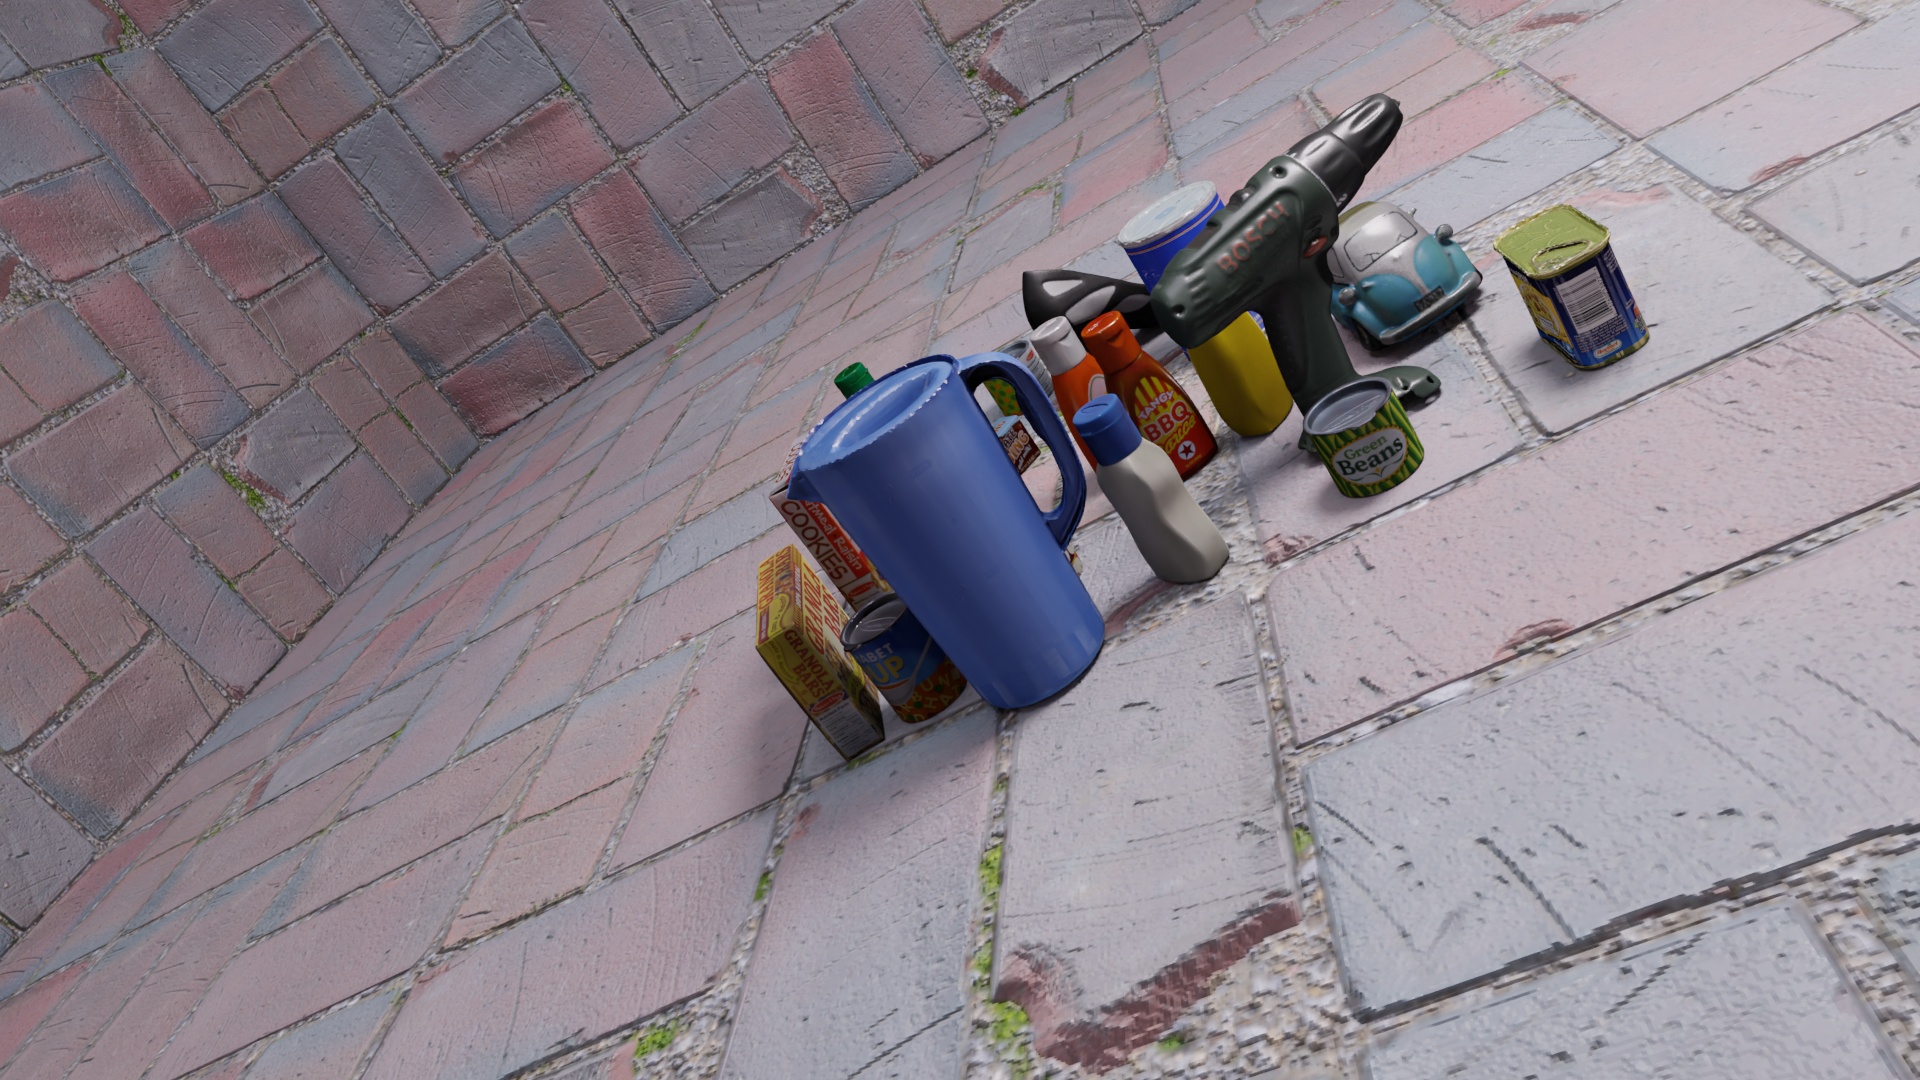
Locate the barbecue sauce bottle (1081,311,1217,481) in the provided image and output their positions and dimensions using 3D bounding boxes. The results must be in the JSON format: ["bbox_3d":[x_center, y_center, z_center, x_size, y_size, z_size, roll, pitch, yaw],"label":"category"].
[{"bbox_3d":[0.151,-0.118,1.139,0.065,0.148,0.044,-38,21,-7],"label":"barbecue sauce bottle"}]

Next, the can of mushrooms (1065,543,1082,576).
[{"bbox_3d":[0.063,0.022,1.129,0.071,0.033,0.071,-29,22,13],"label":"can of mushrooms"}]

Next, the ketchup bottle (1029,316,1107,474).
[{"bbox_3d":[0.112,-0.124,1.209,0.065,0.148,0.043,-46,23,-26],"label":"ketchup bottle"}]

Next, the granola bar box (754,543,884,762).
[{"bbox_3d":[-0.116,0.088,1.128,0.039,0.124,0.166,-33,21,6],"label":"granola bar box"}]

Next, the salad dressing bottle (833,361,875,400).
[{"bbox_3d":[-0.080,-0.122,1.485,0.044,0.147,0.064,-28,22,18],"label":"salad dressing bottle"}]

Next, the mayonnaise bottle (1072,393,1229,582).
[{"bbox_3d":[0.133,-0.036,0.993,0.041,0.147,0.064,-47,24,-28],"label":"mayonnaise bottle"}]

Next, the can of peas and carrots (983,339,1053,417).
[{"bbox_3d":[0.059,-0.176,1.518,0.071,0.058,0.071,-30,22,13],"label":"can of peas and carrots"}]

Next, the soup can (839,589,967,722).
[{"bbox_3d":[-0.044,0.091,1.071,0.071,0.083,0.071,-30,22,13],"label":"soup can"}]

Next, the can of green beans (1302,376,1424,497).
[{"bbox_3d":[0.283,-0.072,0.974,0.071,0.057,0.071,-30,22,13],"label":"can of green beans"}]

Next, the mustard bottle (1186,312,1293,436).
[{"bbox_3d":[0.213,-0.161,1.124,0.048,0.160,0.065,-8,33,49],"label":"mustard bottle"}]

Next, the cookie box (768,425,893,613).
[{"bbox_3d":[-0.099,-0.011,1.252,0.040,0.167,0.123,-28,22,18],"label":"cookie box"}]

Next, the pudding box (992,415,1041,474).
[{"bbox_3d":[0.036,-0.079,1.360,0.030,0.049,0.084,-5,36,52],"label":"pudding box"}]
